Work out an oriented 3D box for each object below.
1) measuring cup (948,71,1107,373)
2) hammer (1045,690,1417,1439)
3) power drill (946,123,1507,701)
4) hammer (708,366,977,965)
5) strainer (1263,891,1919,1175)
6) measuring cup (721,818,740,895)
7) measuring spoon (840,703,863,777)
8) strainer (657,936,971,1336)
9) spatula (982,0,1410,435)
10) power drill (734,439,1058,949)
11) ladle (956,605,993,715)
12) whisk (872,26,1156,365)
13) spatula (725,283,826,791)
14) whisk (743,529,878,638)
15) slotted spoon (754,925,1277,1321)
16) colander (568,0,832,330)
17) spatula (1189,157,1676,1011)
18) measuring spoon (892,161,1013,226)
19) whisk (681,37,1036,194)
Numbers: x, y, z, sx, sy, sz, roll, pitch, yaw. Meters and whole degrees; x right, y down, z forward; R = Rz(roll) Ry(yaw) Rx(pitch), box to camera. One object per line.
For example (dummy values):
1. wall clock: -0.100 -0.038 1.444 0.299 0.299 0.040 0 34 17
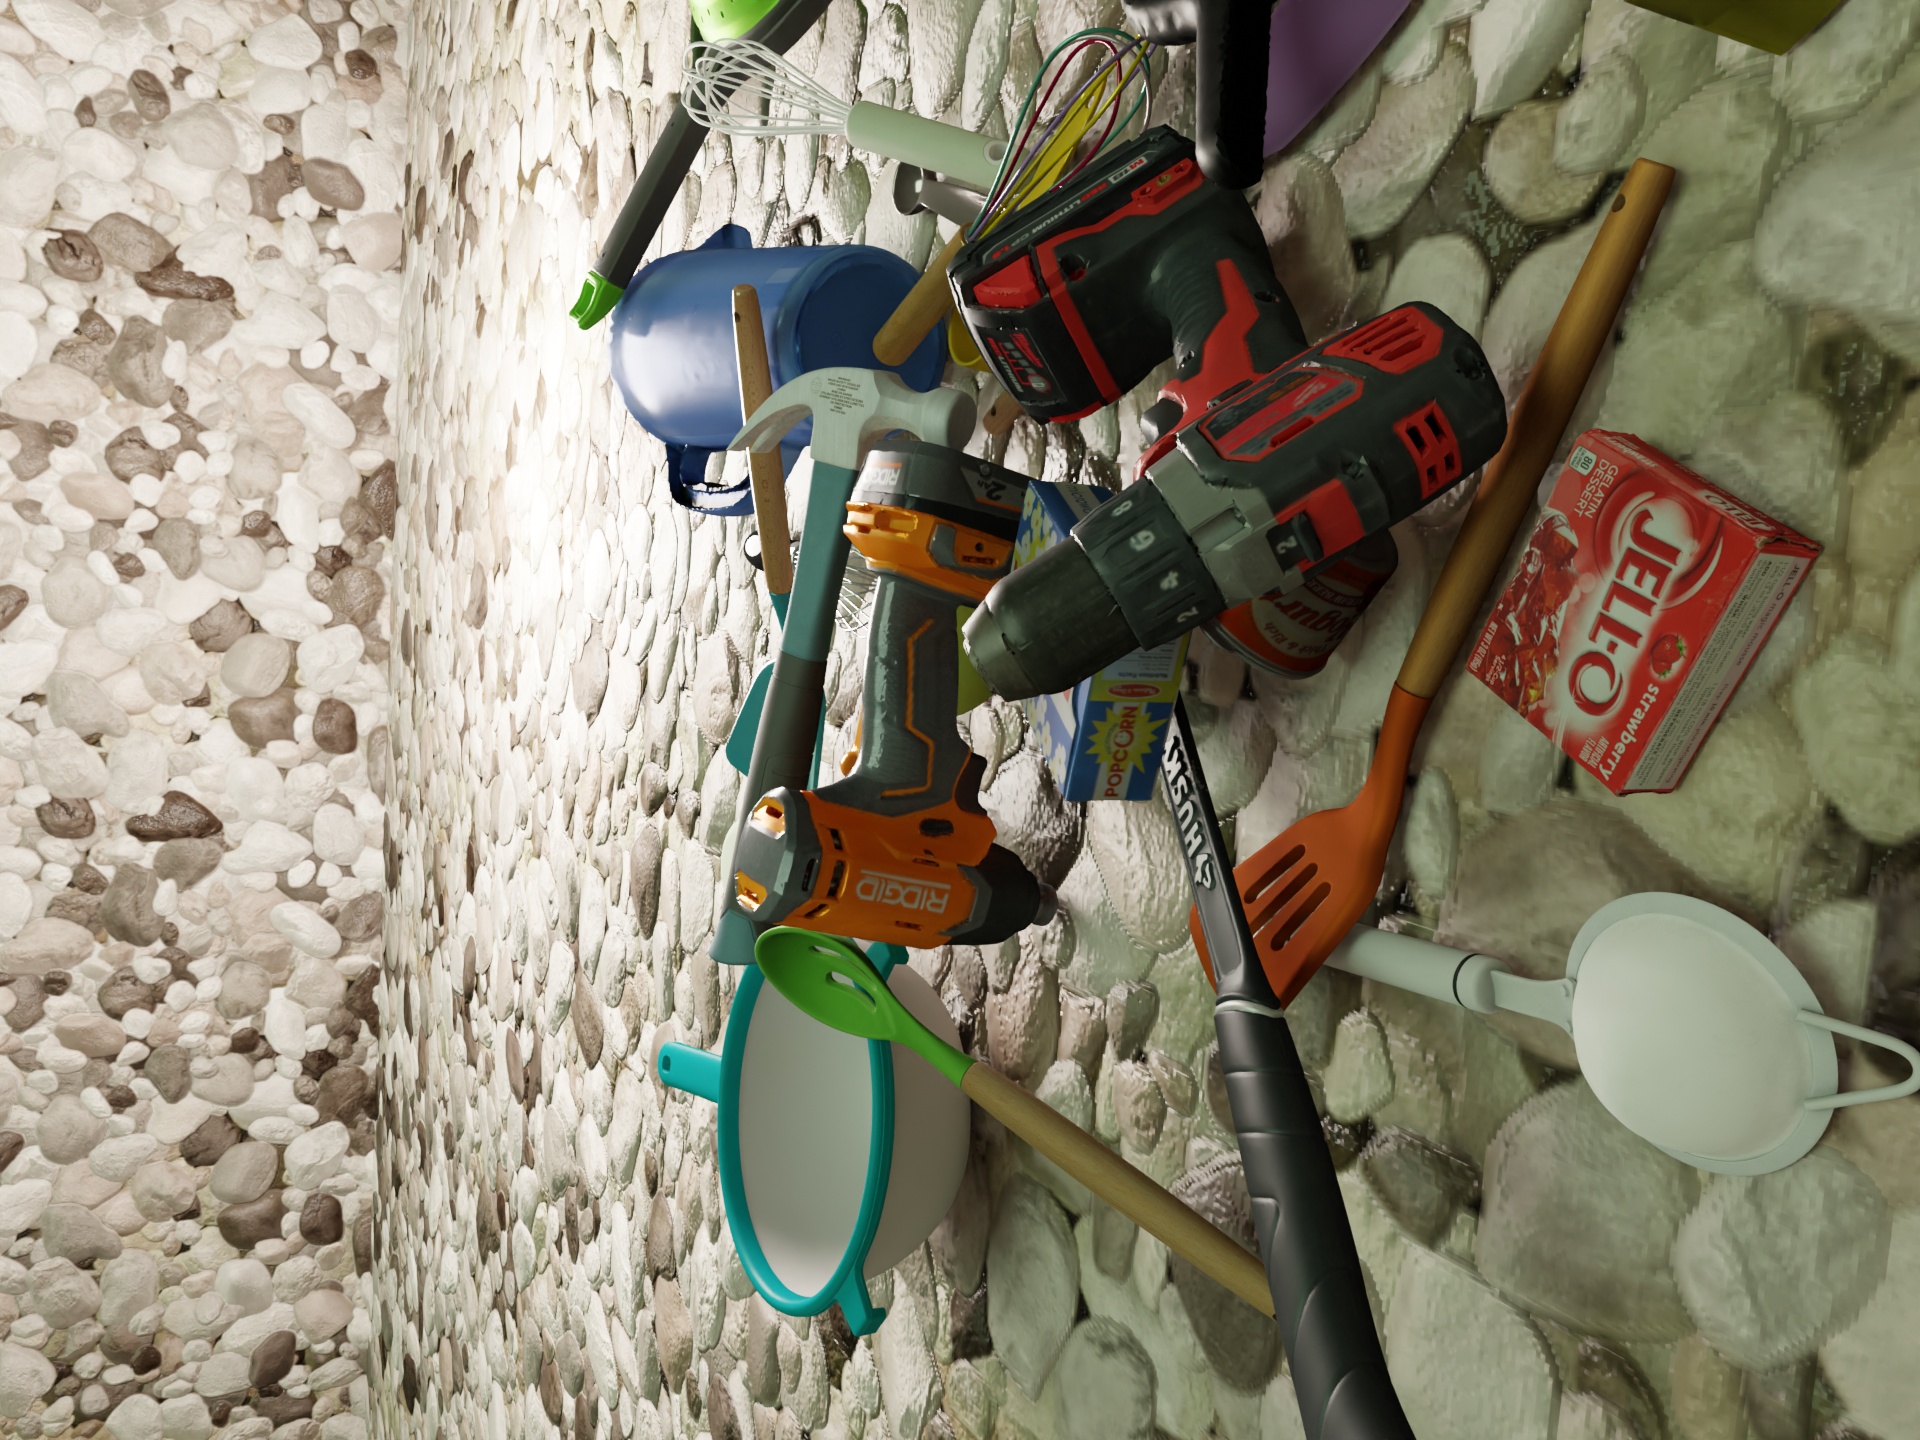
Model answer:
1. measuring cup: 0.042 -0.245 0.796 0.156 0.029 0.062 -60 35 22
2. hammer: 0.095 0.092 0.570 0.409 0.036 0.149 -97 26 -45
3. power drill: 0.064 -0.113 0.580 0.188 0.080 0.227 -32 40 6
4. hammer: -0.084 -0.021 0.836 0.128 0.033 0.331 21 106 28
5. strainer: 0.177 0.091 0.524 0.258 0.050 0.087 7 109 64
6. measuring cup: -0.149 0.142 1.106 0.083 0.038 0.167 44 125 53
7. measuring spoon: -0.058 -0.015 0.975 0.021 0.011 0.116 47 130 51
8. strainer: -0.084 0.218 0.930 0.340 0.095 0.211 -10 75 61
9. spatula: 0.089 -0.222 0.708 0.316 0.018 0.060 -43 52 51
10. power drill: -0.001 -0.002 0.752 0.084 0.164 0.226 19 94 60
11. ladle: -0.042 0.037 0.928 0.320 0.062 0.078 114 142 -47
12. whisk: 0.018 -0.243 0.765 0.245 0.051 0.047 -37 55 51
13. spatula: -0.112 -0.092 0.908 0.082 0.044 0.317 29 137 34
14. whisk: -0.087 -0.099 0.991 0.285 0.070 0.070 -156 69 -64
15. slotted spoon: 0.024 0.172 0.702 0.314 0.031 0.070 29 141 33
16. colander: -0.169 -0.430 0.965 0.397 0.094 0.205 -59 37 9
17. spatula: 0.160 -0.034 0.553 0.081 0.041 0.322 -110 34 -59
18. measuring spoon: 0.000 -0.286 0.880 0.124 0.018 0.034 41 125 46
19. whisk: -0.061 -0.326 0.866 0.246 0.058 0.059 27 159 28
